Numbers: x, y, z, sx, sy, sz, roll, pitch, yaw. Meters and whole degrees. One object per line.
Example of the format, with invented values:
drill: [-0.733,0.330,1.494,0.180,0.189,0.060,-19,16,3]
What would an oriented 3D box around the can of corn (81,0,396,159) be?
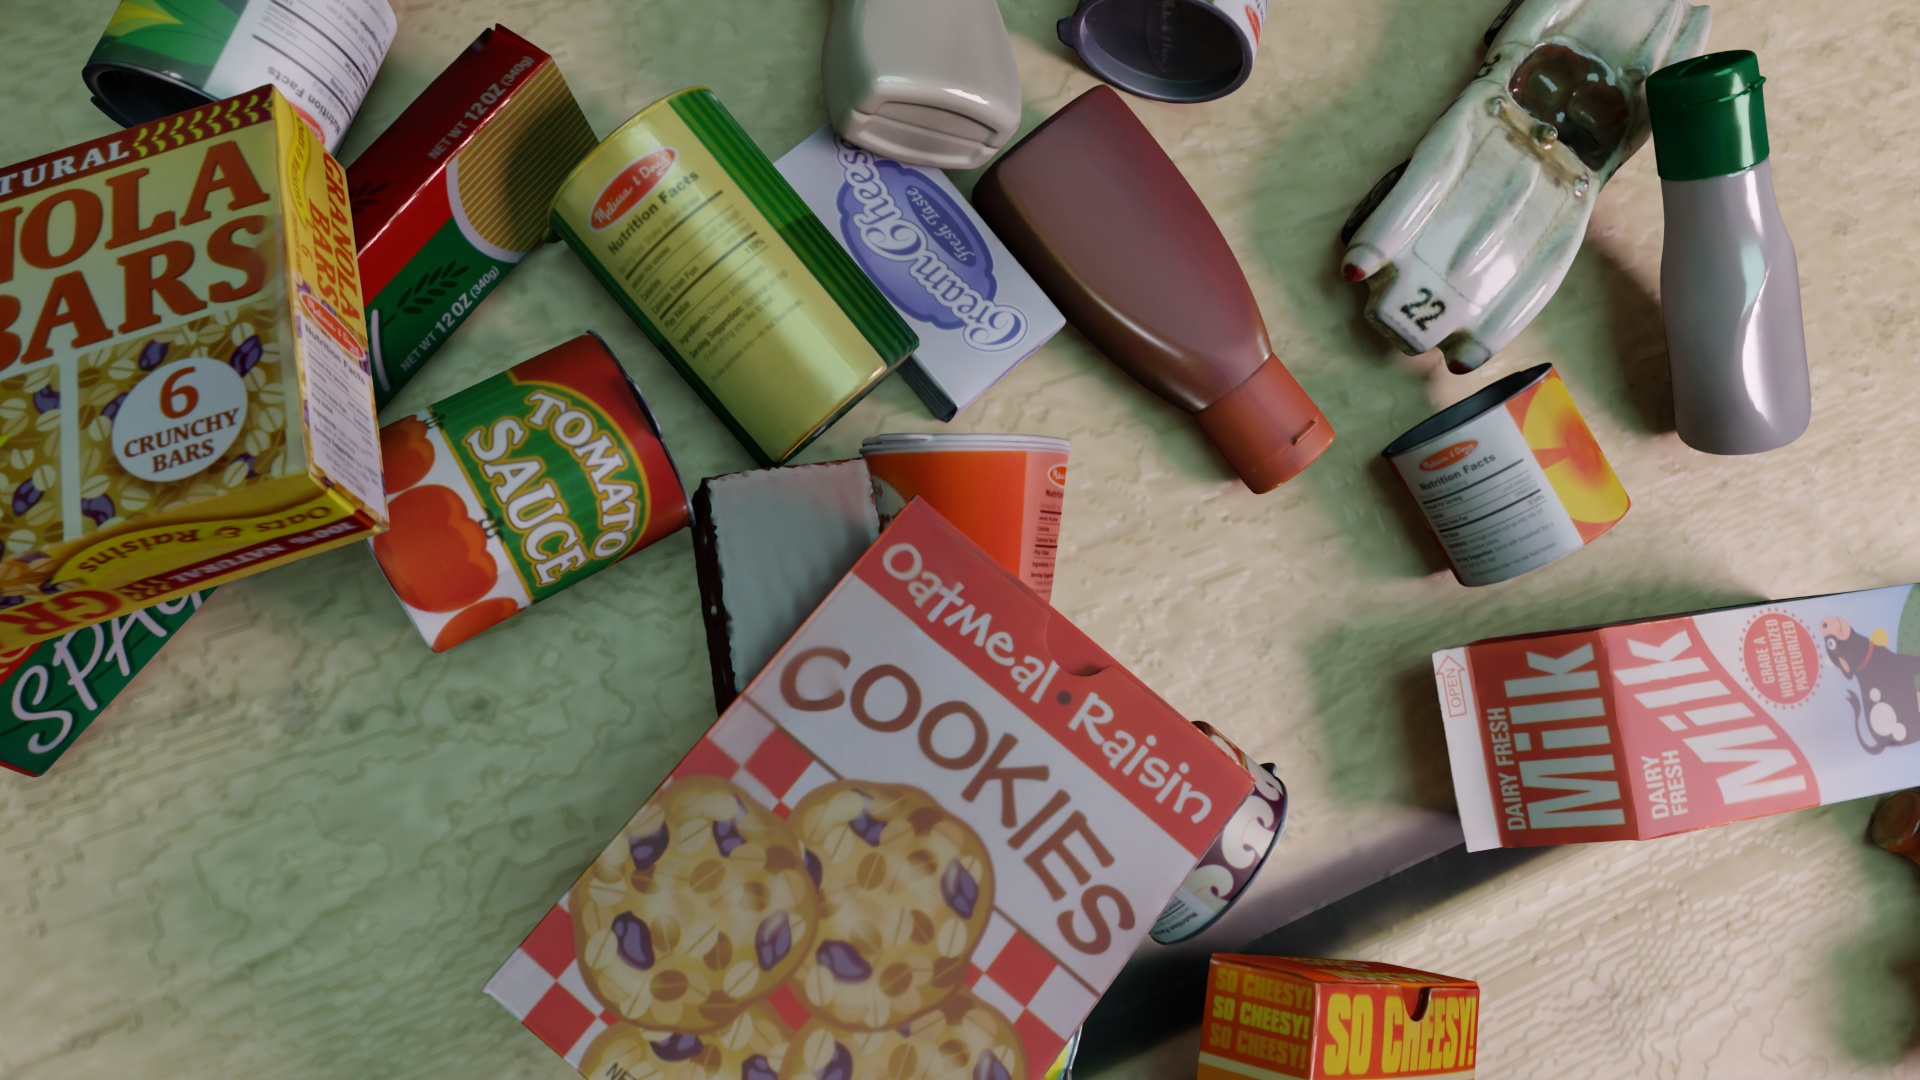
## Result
can of corn: [-0.211,-0.143,0.407,0.071,0.071,0.058,21,76,-12]

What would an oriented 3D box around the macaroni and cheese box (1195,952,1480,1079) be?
macaroni and cheese box: [0.114,0.216,0.423,0.123,0.040,0.166,21,74,-46]

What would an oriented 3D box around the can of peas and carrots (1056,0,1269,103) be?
can of peas and carrots: [0.076,-0.200,0.497,0.071,0.071,0.059,20,76,-12]

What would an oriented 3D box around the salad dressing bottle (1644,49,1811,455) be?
salad dressing bottle: [0.288,-0.107,0.525,0.064,0.044,0.147,-34,116,-34]

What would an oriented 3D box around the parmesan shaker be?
parmesan shaker: [-0.072,-0.079,0.437,0.071,0.071,0.103,-42,95,-17]

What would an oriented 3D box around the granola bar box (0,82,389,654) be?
granola bar box: [-0.238,-0.037,0.351,0.166,0.039,0.124,-18,64,-1]

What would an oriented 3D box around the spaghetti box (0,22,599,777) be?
spaghetti box: [-0.198,-0.044,0.400,0.029,0.050,0.251,30,72,21]

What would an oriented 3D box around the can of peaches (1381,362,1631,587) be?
can of peaches: [0.198,-0.024,0.503,0.071,0.071,0.058,-31,90,-18]

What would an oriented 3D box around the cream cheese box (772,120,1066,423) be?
cream cheese box: [-0.018,-0.096,0.475,0.053,0.024,0.104,-42,94,-16]

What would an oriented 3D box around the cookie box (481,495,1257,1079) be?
cookie box: [-0.019,0.090,0.370,0.123,0.040,0.168,40,74,4]

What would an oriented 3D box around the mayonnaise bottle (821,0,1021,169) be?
mayonnaise bottle: [-0.019,-0.199,0.469,0.065,0.041,0.148,6,66,-31]

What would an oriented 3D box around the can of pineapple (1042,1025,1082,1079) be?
can of pineapple: [-0.001,0.142,0.417,0.058,0.071,0.071,21,77,-11]

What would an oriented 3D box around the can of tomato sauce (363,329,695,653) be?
can of tomato sauce: [-0.130,-0.014,0.406,0.083,0.071,0.071,-29,90,-17]

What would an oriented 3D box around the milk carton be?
milk carton: [0.257,0.062,0.501,0.191,0.073,0.072,-7,84,-16]

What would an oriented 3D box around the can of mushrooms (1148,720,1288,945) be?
can of mushrooms: [0.072,0.091,0.449,0.033,0.071,0.071,39,74,-6]

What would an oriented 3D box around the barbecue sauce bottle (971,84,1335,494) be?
barbecue sauce bottle: [0.072,-0.084,0.488,0.065,0.043,0.148,-41,94,-18]

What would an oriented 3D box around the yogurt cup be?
yogurt cup: [0.002,-0.006,0.446,0.072,0.072,0.054,0,90,-16]
